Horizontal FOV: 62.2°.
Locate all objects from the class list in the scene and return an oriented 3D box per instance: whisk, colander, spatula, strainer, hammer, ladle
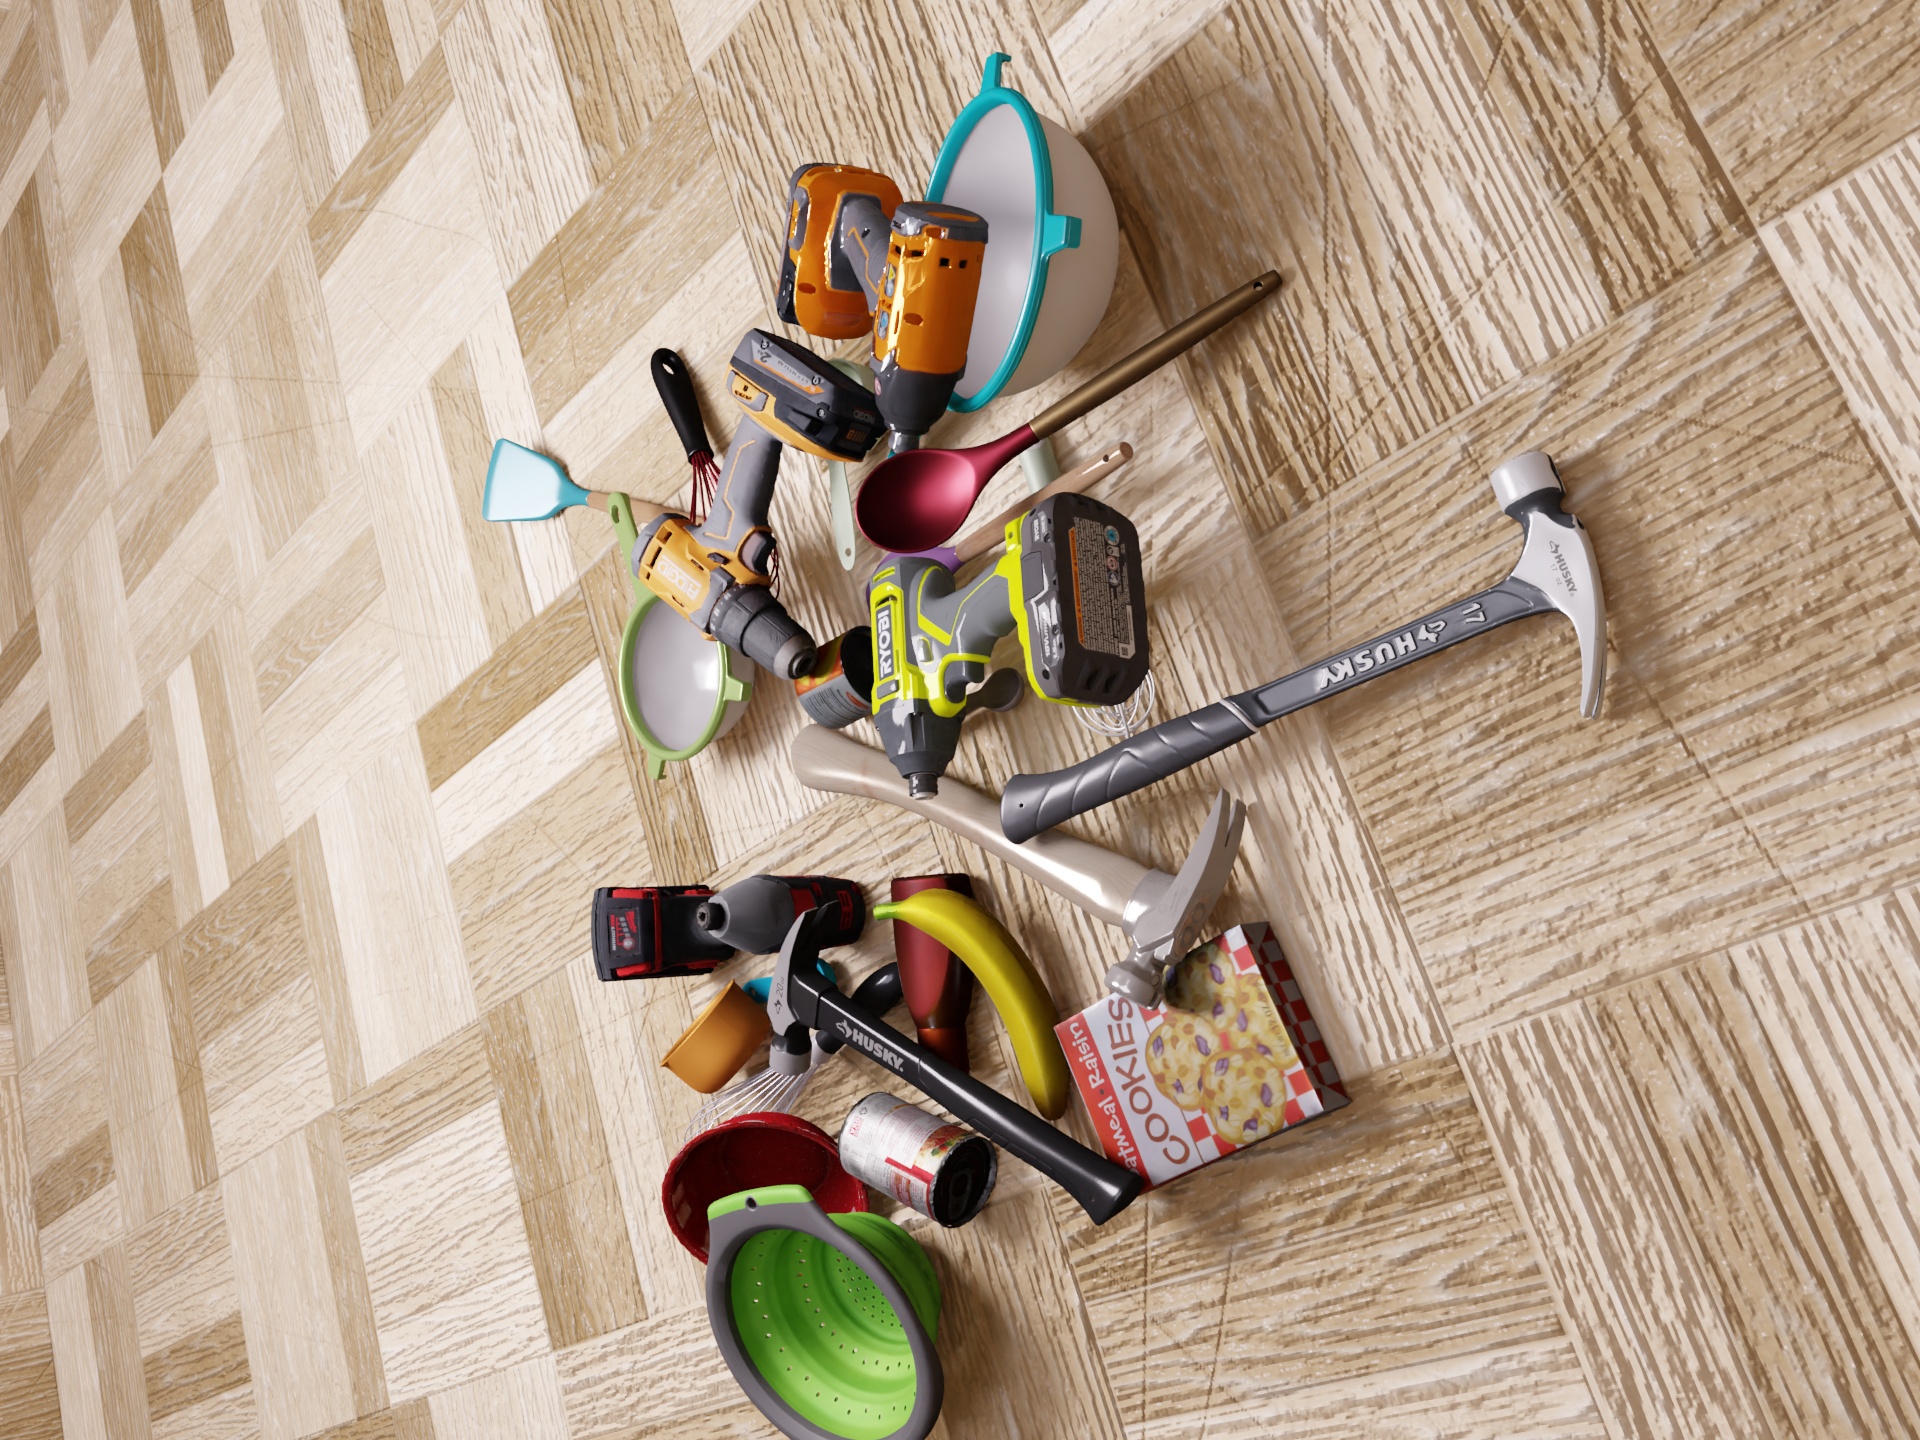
[{"bbox_3d":[-0.217,-0.211,1.358,0.073,0.073,0.296,-42,57,33],"label":"whisk"},{"bbox_3d":[-0.050,0.508,1.176,0.204,0.094,0.397,-22,92,36],"label":"colander"},{"bbox_3d":[-0.131,0.278,1.267,0.284,0.070,0.070,-46,60,25],"label":"whisk"},{"bbox_3d":[0.016,-0.131,1.136,0.316,0.018,0.060,-25,75,51],"label":"spatula"},{"bbox_3d":[0.079,-0.100,1.098,0.058,0.059,0.246,-17,70,3],"label":"whisk"},{"bbox_3d":[-0.240,-0.087,1.365,0.151,0.069,0.257,-39,64,37],"label":"strainer"},{"bbox_3d":[-0.013,0.246,1.105,0.335,0.035,0.146,24,116,37],"label":"hammer"},{"bbox_3d":[0.190,-0.006,0.967,0.409,0.036,0.149,-26,72,31],"label":"hammer"},{"bbox_3d":[-0.334,-0.201,1.472,0.318,0.044,0.082,17,96,40],"label":"spatula"},{"bbox_3d":[0.027,-0.274,1.128,0.340,0.095,0.211,117,145,-48],"label":"strainer"},{"bbox_3d":[0.017,0.062,1.137,0.411,0.038,0.146,22,81,45],"label":"hammer"},{"bbox_3d":[0.070,-0.205,1.044,0.315,0.031,0.069,-30,85,12],"label":"ladle"}]

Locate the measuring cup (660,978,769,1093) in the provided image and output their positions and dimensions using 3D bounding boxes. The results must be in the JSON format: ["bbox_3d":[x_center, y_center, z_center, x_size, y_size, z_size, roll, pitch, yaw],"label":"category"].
[{"bbox_3d":[-0.213,0.280,1.339,0.052,0.095,0.173,41,147,-2],"label":"measuring cup"}]

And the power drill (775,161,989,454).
[{"bbox_3d":[-0.058,-0.292,1.110,0.227,0.084,0.164,49,135,52],"label":"power drill"}]

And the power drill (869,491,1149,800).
[{"bbox_3d":[0.021,-0.048,1.068,0.223,0.080,0.171,-22,67,49],"label":"power drill"}]

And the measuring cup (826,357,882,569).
[{"bbox_3d":[-0.084,-0.200,1.251,0.083,0.038,0.167,-9,84,42],"label":"measuring cup"}]

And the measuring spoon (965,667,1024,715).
[{"bbox_3d":[-0.002,-0.004,1.171,0.124,0.018,0.034,-24,51,29],"label":"measuring spoon"}]

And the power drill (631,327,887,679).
[{"bbox_3d":[-0.142,-0.158,1.208,0.185,0.084,0.226,39,108,28],"label":"power drill"}]

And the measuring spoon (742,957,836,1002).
[{"bbox_3d":[-0.139,0.216,1.305,0.128,0.021,0.042,-19,83,50],"label":"measuring spoon"}]

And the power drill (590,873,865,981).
[{"bbox_3d":[-0.196,0.162,1.271,0.220,0.143,0.078,-14,78,43],"label":"power drill"}]
